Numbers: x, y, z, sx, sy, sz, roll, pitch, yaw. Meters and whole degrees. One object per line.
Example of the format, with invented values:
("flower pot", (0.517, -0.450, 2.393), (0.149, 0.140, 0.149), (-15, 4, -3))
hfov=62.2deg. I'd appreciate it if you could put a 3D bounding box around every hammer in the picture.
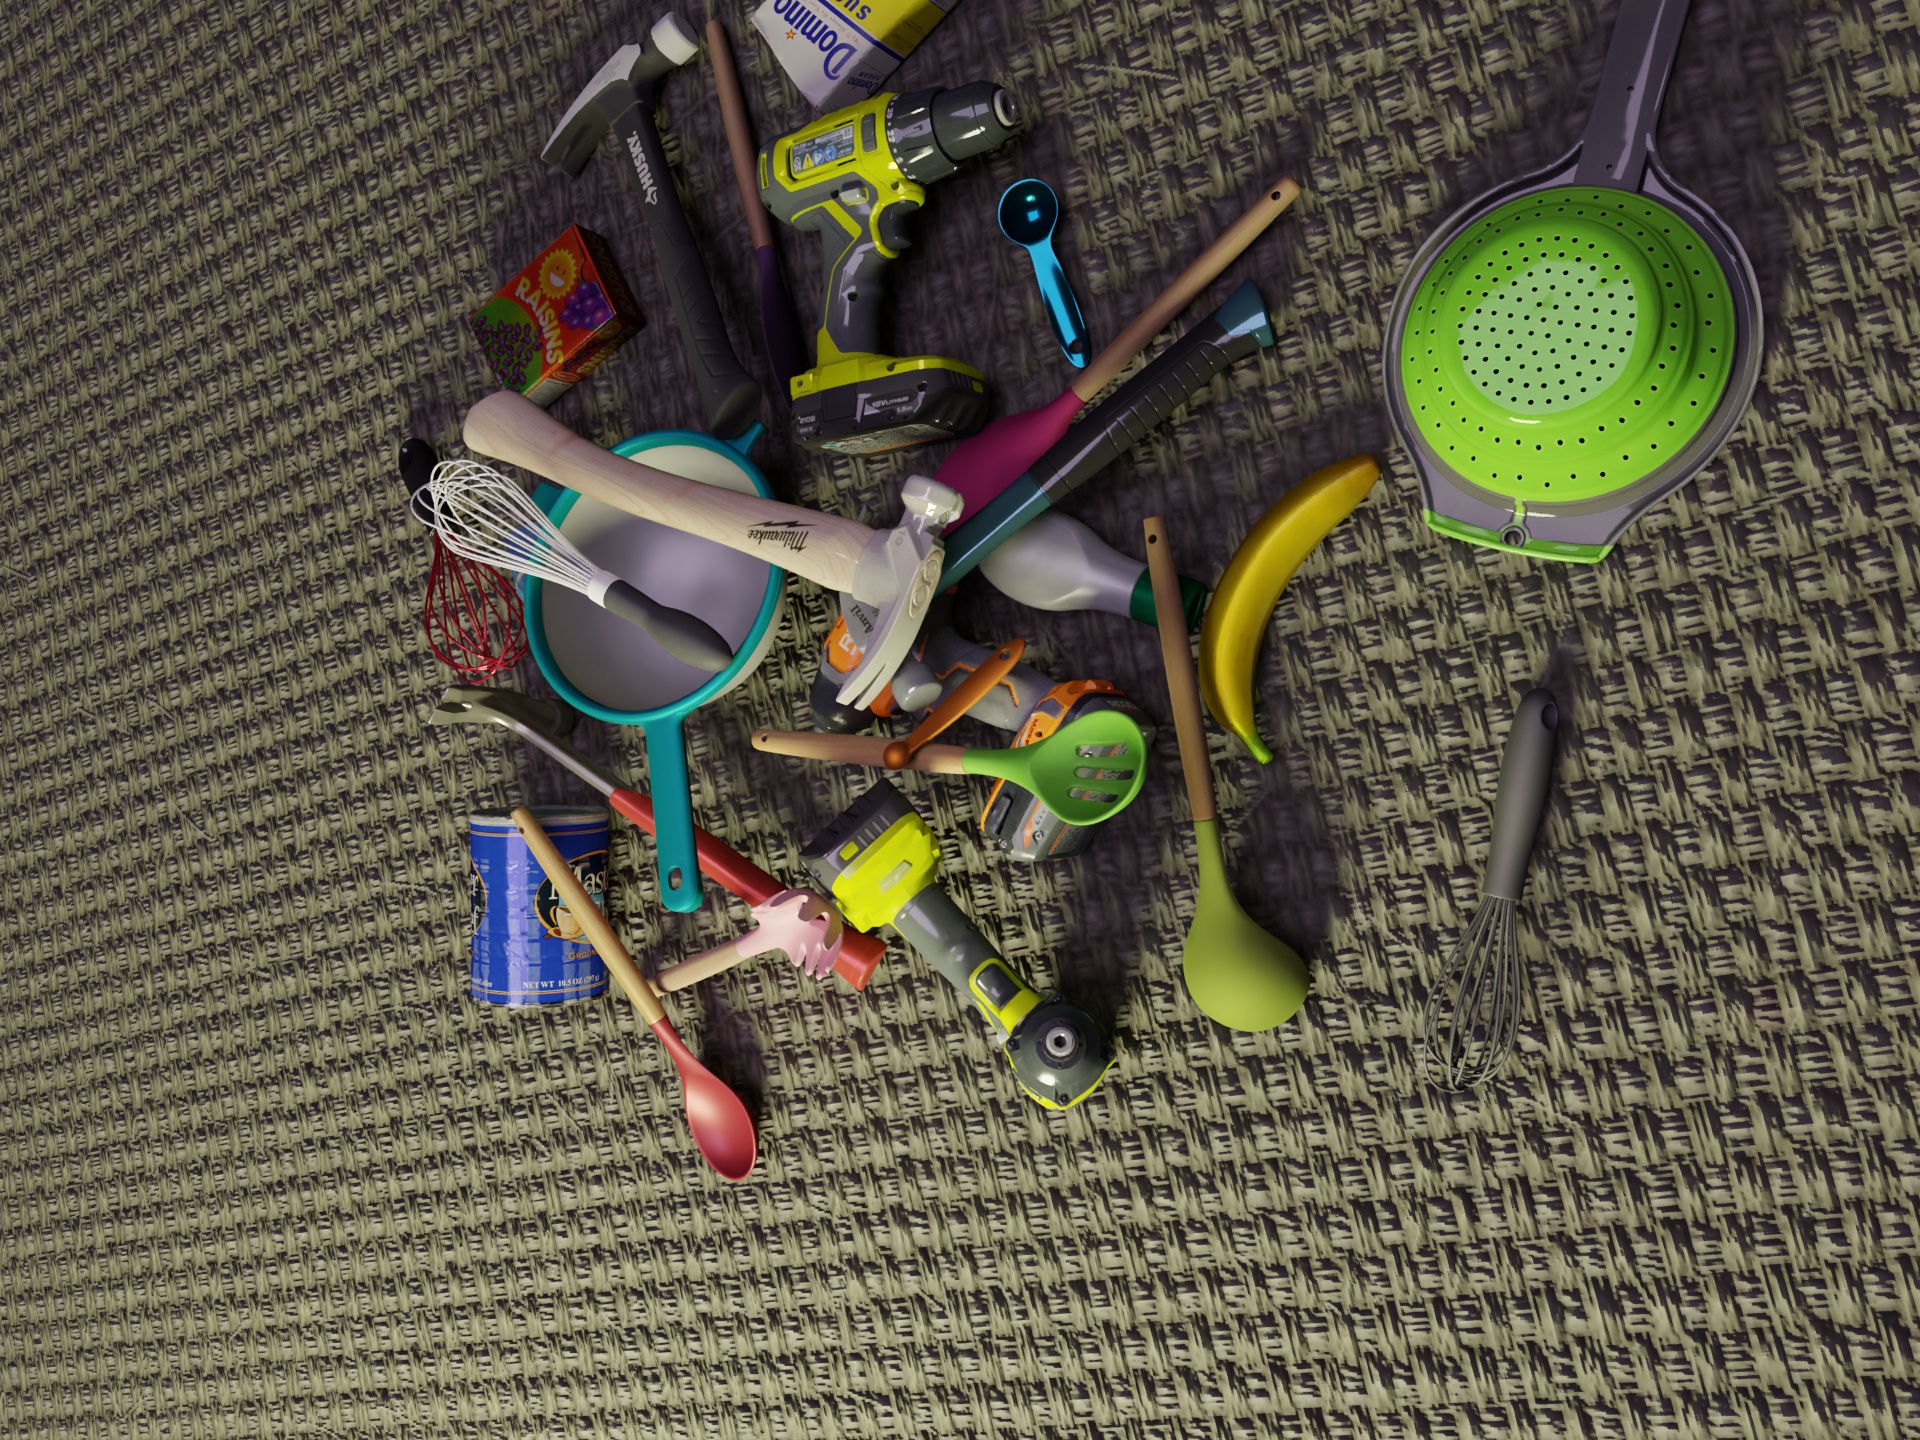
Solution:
("hammer", (-0.208, 0.078, 1.134), (0.359, 0.149, 0.036), (32, 97, 16))
("hammer", (0.061, -0.153, 0.992), (0.331, 0.033, 0.128), (-39, 65, 7))
("hammer", (-0.209, -0.341, 1.135), (0.146, 0.035, 0.335), (-31, 65, 25))
("hammer", (-0.191, -0.137, 1.060), (0.411, 0.038, 0.146), (22, 89, 30))

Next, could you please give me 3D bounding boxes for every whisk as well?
("whisk", (-0.390, -0.131, 1.218), (0.073, 0.073, 0.296), (-50, 48, 19))
("whisk", (0.307, 0.098, 0.912), (0.055, 0.055, 0.239), (12, 92, 26))
("whisk", (-0.264, -0.104, 1.084), (0.285, 0.070, 0.070), (30, 104, 21))

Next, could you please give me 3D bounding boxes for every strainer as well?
("strainer", (-0.190, -0.032, 1.115), (0.211, 0.095, 0.340), (-14, 74, 20))

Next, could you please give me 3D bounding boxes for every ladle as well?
("ladle", (0.151, 0.033, 0.972), (0.078, 0.062, 0.320), (-11, 88, 38))
("ladle", (-0.235, 0.196, 1.153), (0.069, 0.031, 0.315), (-26, 98, 38))

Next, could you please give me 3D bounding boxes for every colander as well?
("colander", (0.342, -0.288, 0.856), (0.205, 0.094, 0.397), (17, 99, 26))

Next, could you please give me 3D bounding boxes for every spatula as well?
("spatula", (-0.145, -0.359, 1.133), (0.018, 0.059, 0.316), (-17, 78, 20))

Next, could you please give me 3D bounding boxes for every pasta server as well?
("pasta server", (-0.164, 0.165, 1.088), (0.060, 0.040, 0.316), (51, 142, -8))

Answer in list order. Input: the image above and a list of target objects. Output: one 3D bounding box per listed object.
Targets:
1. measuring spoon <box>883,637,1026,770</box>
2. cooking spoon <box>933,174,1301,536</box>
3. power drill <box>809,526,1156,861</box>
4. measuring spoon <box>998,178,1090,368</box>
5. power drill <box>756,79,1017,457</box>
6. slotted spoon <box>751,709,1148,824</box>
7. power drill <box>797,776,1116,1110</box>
("measuring spoon", (-0.005, -0.012, 0.983), (0.117, 0.011, 0.021), (-42, 44, 6))
("cooking spoon", (0.094, -0.229, 1.024), (0.319, 0.017, 0.069), (-42, 80, 22))
("power drill", (-0.002, -0.003, 1.050), (0.227, 0.084, 0.164), (39, 108, 26))
("measuring spoon", (0.062, -0.293, 1.047), (0.042, 0.021, 0.128), (-19, 92, 23))
("power drill", (-0.044, -0.302, 1.058), (0.190, 0.080, 0.228), (-5, 87, 34))
("slotted spoon", (-0.014, 0.021, 0.995), (0.314, 0.031, 0.070), (4, 74, 37))
("power drill", (0.004, 0.145, 0.988), (0.080, 0.171, 0.223), (-43, 76, -9))
